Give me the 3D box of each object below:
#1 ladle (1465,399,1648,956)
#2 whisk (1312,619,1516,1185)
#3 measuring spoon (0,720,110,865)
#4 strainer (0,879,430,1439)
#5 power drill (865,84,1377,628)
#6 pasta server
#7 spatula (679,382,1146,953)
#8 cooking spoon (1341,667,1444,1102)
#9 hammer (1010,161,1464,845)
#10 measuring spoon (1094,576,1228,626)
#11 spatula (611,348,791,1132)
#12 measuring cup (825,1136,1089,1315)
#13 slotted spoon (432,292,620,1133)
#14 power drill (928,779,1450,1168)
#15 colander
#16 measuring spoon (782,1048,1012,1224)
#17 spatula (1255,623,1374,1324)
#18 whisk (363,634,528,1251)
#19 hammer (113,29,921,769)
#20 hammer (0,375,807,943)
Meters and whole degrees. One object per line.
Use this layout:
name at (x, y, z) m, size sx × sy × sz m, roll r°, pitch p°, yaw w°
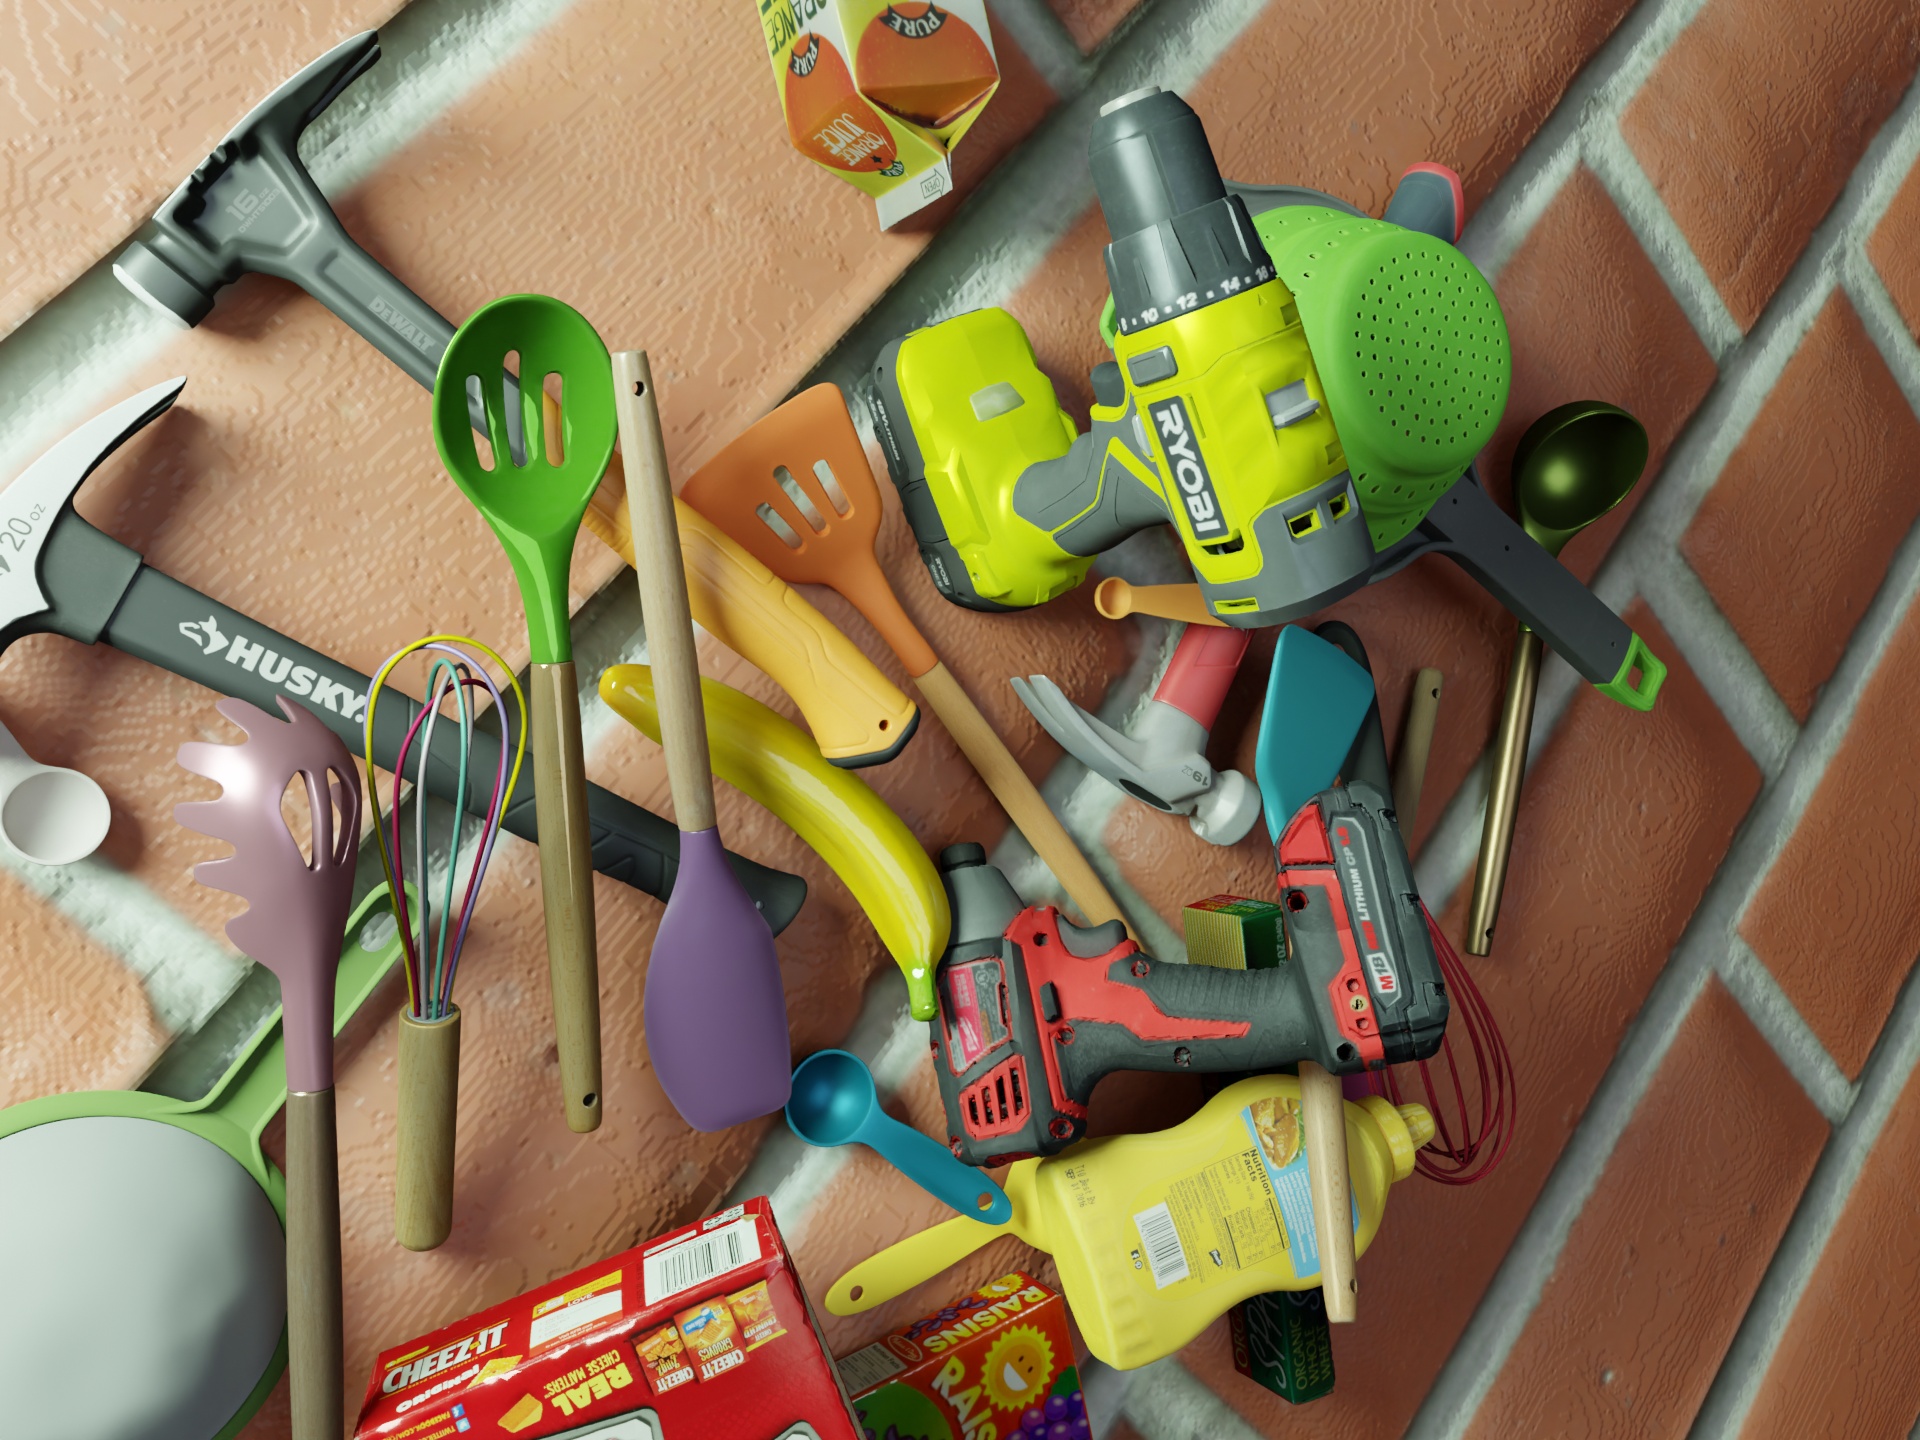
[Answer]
ladle at (0.327, -0.023, 0.899) m, size 0.078 × 0.062 × 0.320 m, roll 12°, pitch 86°, yaw -23°
whisk at (0.225, 0.091, 0.824) m, size 0.073 × 0.073 × 0.296 m, roll -8°, pitch 81°, yaw -29°
measuring spoon at (-0.343, 0.000, 0.544) m, size 0.124 × 0.018 × 0.034 m, roll 52°, pitch 54°, yaw -12°
strainer at (-0.267, 0.165, 0.551) m, size 0.151 × 0.069 × 0.256 m, roll 42°, pitch 72°, yaw -22°
power drill at (0.053, -0.130, 0.643) m, size 0.080 × 0.228 × 0.190 m, roll -27°, pitch 103°, yaw -27°
pasta server at (-0.227, 0.150, 0.546) m, size 0.060 × 0.040 × 0.316 m, roll -9°, pitch 102°, yaw -57°
spatula at (-0.001, -0.002, 0.720) m, size 0.081 × 0.041 × 0.322 m, roll -36°, pitch 110°, yaw 0°
cooking spoon at (0.221, 0.124, 0.857) m, size 0.068 × 0.017 × 0.319 m, roll 18°, pitch 81°, yaw -19°
hammer at (0.162, -0.138, 0.816) m, size 0.143 × 0.038 × 0.386 m, roll 33°, pitch 74°, yaw -24°
measuring spoon at (0.111, -0.056, 0.762) m, size 0.116 × 0.011 × 0.021 m, roll 1°, pitch 90°, yaw -31°
spatula at (-0.108, 0.017, 0.618) m, size 0.059 × 0.018 × 0.315 m, roll -12°, pitch 107°, yaw -25°
measuring cup at (0.011, 0.239, 0.730) m, size 0.156 × 0.029 × 0.062 m, roll -17°, pitch 98°, yaw -30°
slotted spoon at (-0.152, 0.004, 0.592) m, size 0.070 × 0.031 × 0.313 m, roll -8°, pitch 101°, yaw -34°
power drill at (0.089, 0.103, 0.693) m, size 0.219 × 0.078 × 0.143 m, roll -15°, pitch 70°, yaw 11°
colander at (0.253, -0.123, 0.787) m, size 0.396 × 0.094 × 0.204 m, roll 35°, pitch 73°, yaw -22°
measuring spoon at (-0.028, 0.189, 0.710) m, size 0.128 × 0.021 × 0.042 m, roll 39°, pitch 73°, yaw -19°
spatula at (0.170, 0.110, 0.737) m, size 0.082 × 0.044 × 0.318 m, roll 26°, pitch 53°, yaw -39°
whisk at (-0.187, 0.087, 0.576) m, size 0.047 × 0.051 × 0.245 m, roll -10°, pitch 116°, yaw -44°
hammer at (-0.141, -0.102, 0.618) m, size 0.336 × 0.034 × 0.127 m, roll 41°, pitch 83°, yaw -18°
hammer at (-0.200, 0.006, 0.606) m, size 0.334 × 0.035 × 0.146 m, roll 30°, pitch 69°, yaw -28°
